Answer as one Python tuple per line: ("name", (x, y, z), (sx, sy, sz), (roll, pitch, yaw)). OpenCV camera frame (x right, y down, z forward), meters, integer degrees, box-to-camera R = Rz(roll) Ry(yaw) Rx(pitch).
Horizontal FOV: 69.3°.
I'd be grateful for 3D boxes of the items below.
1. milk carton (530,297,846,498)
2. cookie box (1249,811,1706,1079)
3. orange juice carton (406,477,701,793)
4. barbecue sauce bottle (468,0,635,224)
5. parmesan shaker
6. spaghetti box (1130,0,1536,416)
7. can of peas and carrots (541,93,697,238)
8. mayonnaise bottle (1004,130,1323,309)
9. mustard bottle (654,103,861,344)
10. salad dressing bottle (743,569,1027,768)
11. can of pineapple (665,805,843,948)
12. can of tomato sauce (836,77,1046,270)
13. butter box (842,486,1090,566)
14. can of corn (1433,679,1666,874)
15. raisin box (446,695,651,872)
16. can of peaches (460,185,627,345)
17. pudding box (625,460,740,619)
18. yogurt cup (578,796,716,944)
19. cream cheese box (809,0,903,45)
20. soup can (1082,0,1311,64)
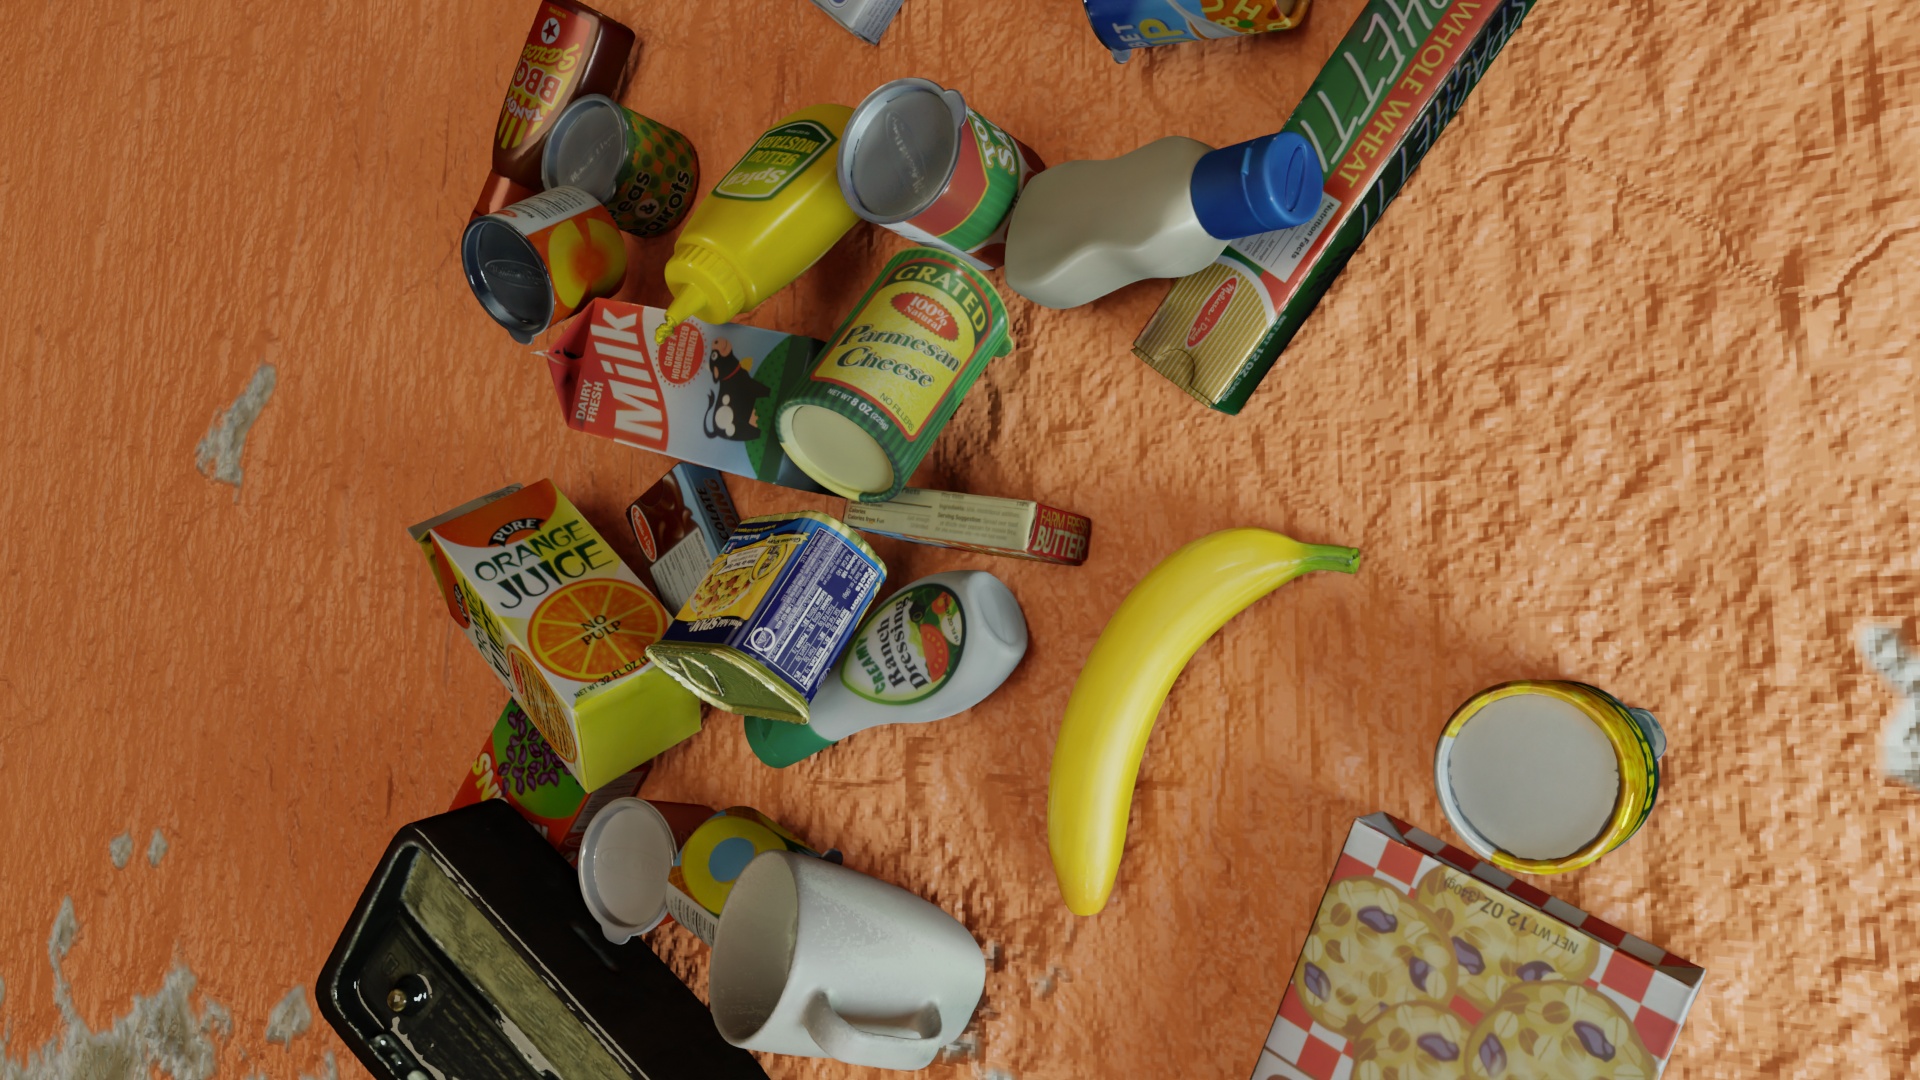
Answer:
("milk carton", (-0.136, -0.078, 0.723), (0.190, 0.072, 0.073), (16, 93, 33))
("cookie box", (0.174, 0.204, 0.508), (0.123, 0.040, 0.167), (24, 97, 32))
("orange juice carton", (-0.223, 0.035, 0.749), (0.193, 0.072, 0.072), (42, 144, 29))
("barbecue sauce bottle", (-0.250, -0.250, 0.835), (0.065, 0.044, 0.148), (33, 102, 30))
("parmesan shaker", (-0.028, -0.074, 0.630), (0.071, 0.071, 0.103), (9, 53, 33))
("spaghetti box", (0.163, -0.166, 0.569), (0.050, 0.029, 0.249), (43, 107, 29))
("can of peas and carrots", (-0.190, -0.208, 0.782), (0.071, 0.059, 0.071), (-4, 83, 32))
("mayonnaise bottle", (0.081, -0.137, 0.584), (0.148, 0.041, 0.065), (0, 72, 51))
("mustard bottle", (-0.098, -0.151, 0.675), (0.065, 0.048, 0.161), (14, 54, 33))
("salad dressing bottle", (-0.039, 0.065, 0.659), (0.147, 0.044, 0.064), (-30, 63, 26))
("can of pineapple", (-0.098, 0.169, 0.673), (0.058, 0.071, 0.071), (25, 98, 33))
("can of tomato sauce", (-0.005, -0.169, 0.644), (0.071, 0.083, 0.071), (-4, 82, 32))
("butter box", (0.002, -0.008, 0.637), (0.103, 0.053, 0.024), (8, 87, 33))
("can of corn", (0.209, 0.081, 0.490), (0.071, 0.058, 0.071), (-4, 82, 32))
("raisin box", (-0.237, 0.149, 0.779), (0.086, 0.040, 0.123), (40, 106, 29))
("can of peaches", (-0.221, -0.148, 0.744), (0.071, 0.058, 0.071), (19, 129, 26))
("pudding box", (-0.141, 0.005, 0.741), (0.049, 0.030, 0.084), (-38, 66, 25))
("yogurt cup", (-0.153, 0.165, 0.714), (0.072, 0.054, 0.072), (-4, 82, 32))
("cream cheese box", (-0.038, -0.315, 0.719), (0.053, 0.024, 0.103), (46, 108, 29))
("soup can", (0.103, -0.246, 0.597), (0.084, 0.071, 0.071), (6, 87, 33))
